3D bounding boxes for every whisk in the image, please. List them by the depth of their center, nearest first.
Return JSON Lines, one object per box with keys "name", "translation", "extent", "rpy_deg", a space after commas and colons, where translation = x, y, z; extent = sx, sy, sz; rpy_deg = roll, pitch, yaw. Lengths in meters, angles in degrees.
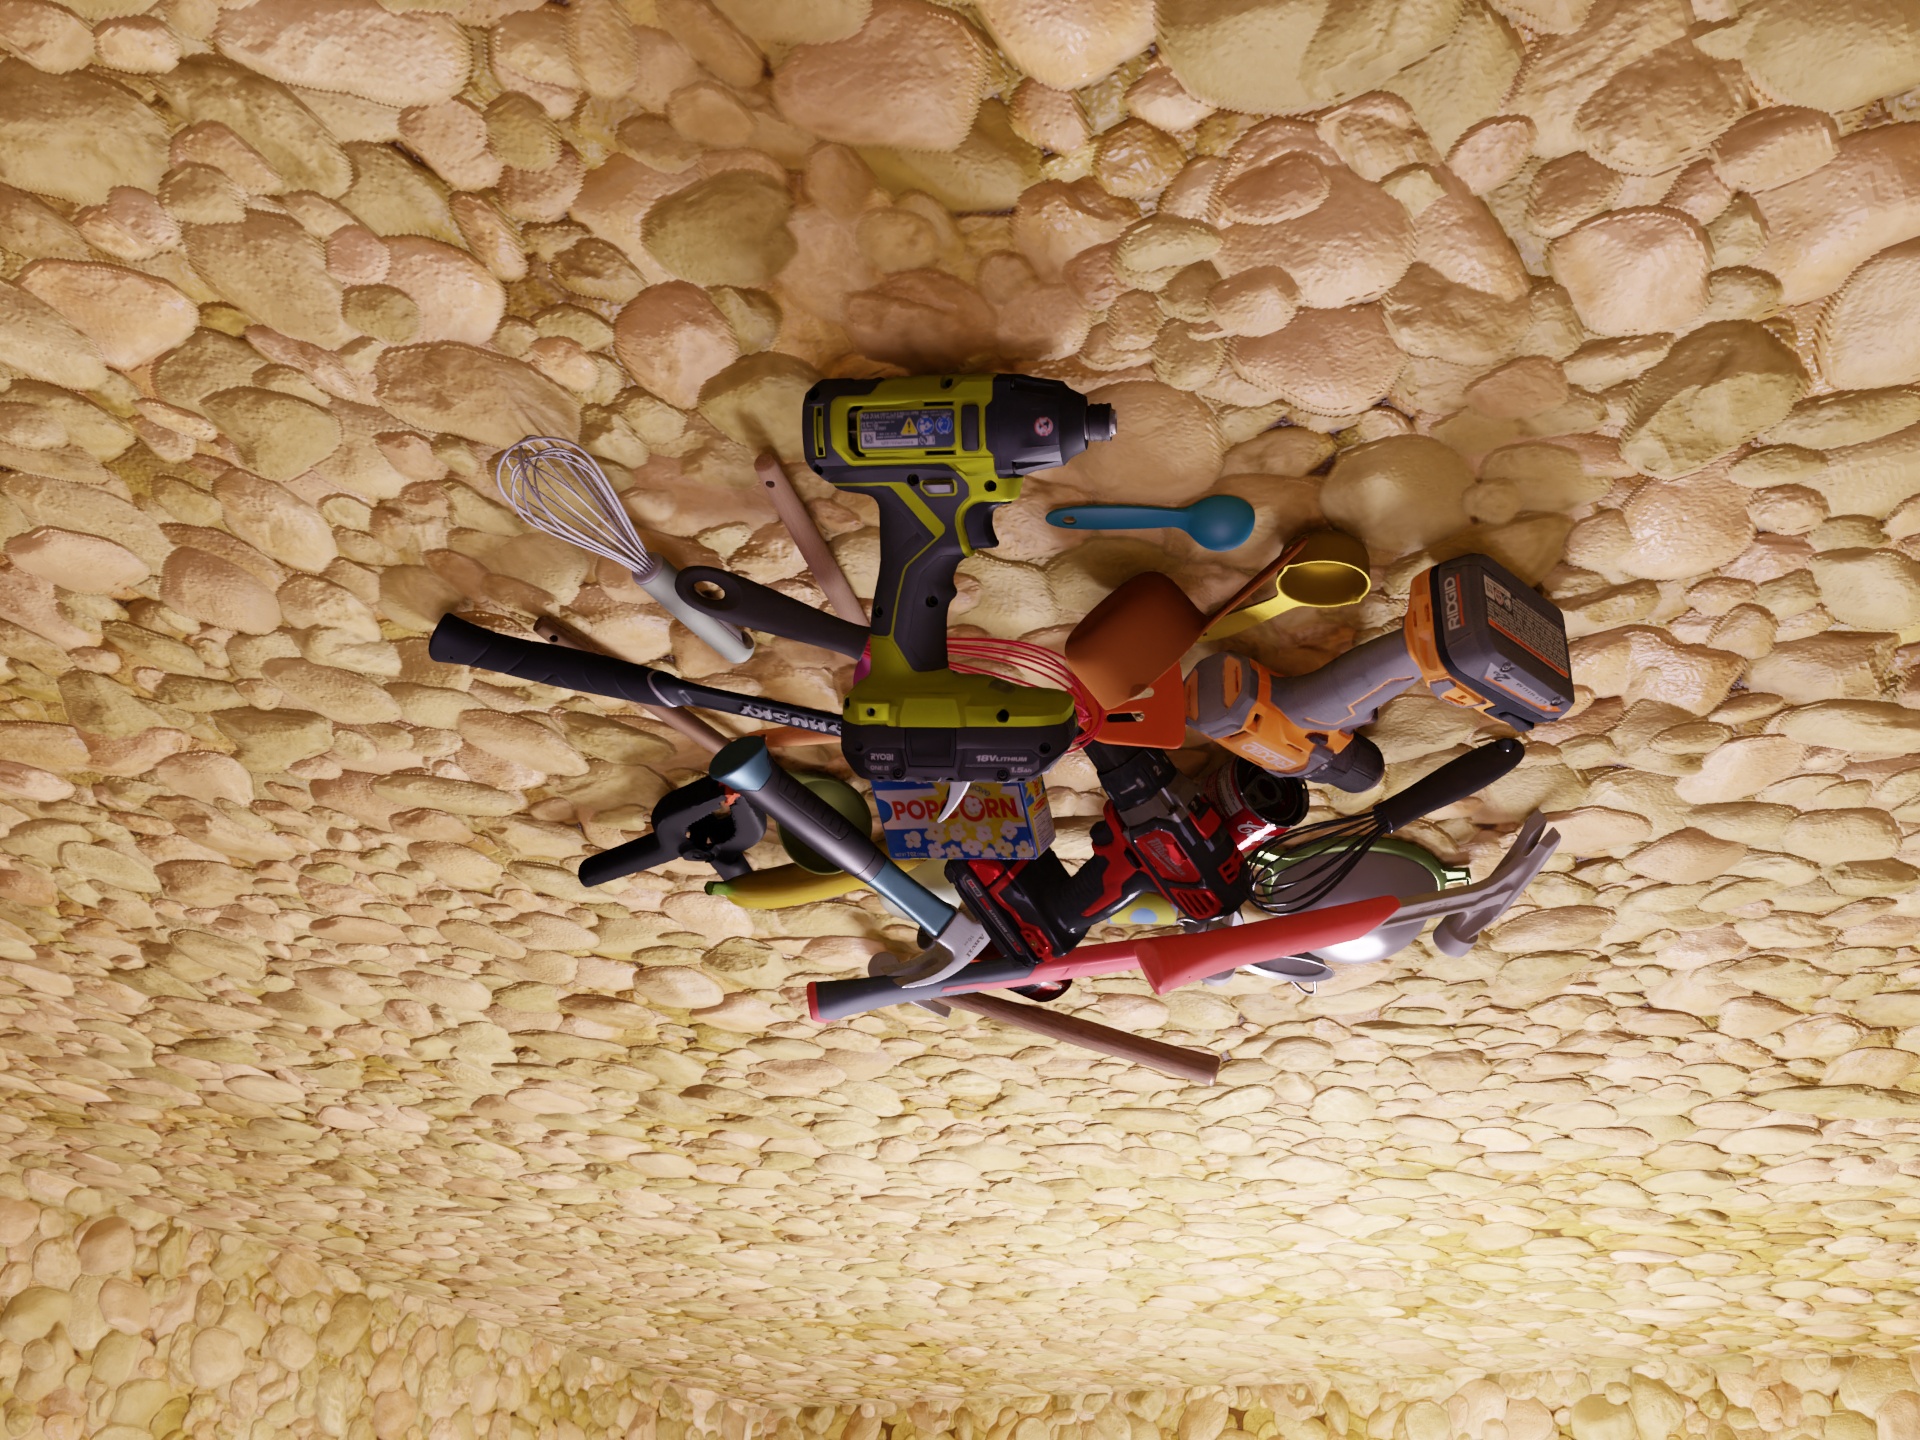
{"name": "whisk", "translation": [-0.206, -0.103, 1.024], "extent": [0.059, 0.058, 0.246], "rpy_deg": [-29, 141, 13]}
{"name": "whisk", "translation": [-0.044, -0.044, 1.043], "extent": [0.295, 0.073, 0.073], "rpy_deg": [19, 145, -8]}
{"name": "whisk", "translation": [0.301, 0.070, 1.121], "extent": [0.239, 0.055, 0.055], "rpy_deg": [-26, 147, -11]}

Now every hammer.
{"name": "hammer", "translation": [-0.180, -0.016, 1.079], "extent": [0.409, 0.036, 0.149], "rpy_deg": [12, 149, 15]}
{"name": "hammer", "translation": [0.284, 0.145, 1.174], "extent": [0.359, 0.037, 0.149], "rpy_deg": [-6, 137, -31]}
{"name": "hammer", "translation": [-0.075, 0.106, 1.229], "extent": [0.033, 0.128, 0.330], "rpy_deg": [30, 170, 46]}
{"name": "hammer", "translation": [0.056, 0.212, 1.394], "extent": [0.386, 0.038, 0.143], "rpy_deg": [-8, 145, -2]}
{"name": "hammer", "translation": [0.079, 0.284, 1.493], "extent": [0.331, 0.031, 0.130], "rpy_deg": [14, 164, 15]}

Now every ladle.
{"name": "ladle", "translation": [-0.189, 0.019, 1.195], "extent": [0.078, 0.062, 0.319], "rpy_deg": [-43, 125, 14]}

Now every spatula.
{"name": "spatula", "translation": [-0.002, -0.004, 1.120], "extent": [0.322, 0.081, 0.041], "rpy_deg": [-6, 175, 13]}

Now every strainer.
{"name": "strainer", "translation": [0.281, 0.144, 1.298], "extent": [0.256, 0.069, 0.151], "rpy_deg": [19, 144, -21]}
{"name": "strainer", "translation": [0.246, 0.188, 1.337], "extent": [0.087, 0.050, 0.258], "rpy_deg": [-4, 162, 35]}

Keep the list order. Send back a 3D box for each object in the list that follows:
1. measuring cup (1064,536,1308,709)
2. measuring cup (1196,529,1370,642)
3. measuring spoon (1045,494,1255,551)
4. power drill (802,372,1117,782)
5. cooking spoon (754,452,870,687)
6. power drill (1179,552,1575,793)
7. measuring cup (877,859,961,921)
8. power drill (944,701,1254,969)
{"name": "measuring cup", "translation": [0.135, -0.077, 0.988], "extent": [0.052, 0.095, 0.173], "rpy_deg": [46, 123, -6]}
{"name": "measuring cup", "translation": [0.197, -0.083, 1.021], "extent": [0.062, 0.029, 0.156], "rpy_deg": [21, 155, -27]}
{"name": "measuring spoon", "translation": [0.116, -0.117, 0.974], "extent": [0.128, 0.021, 0.042], "rpy_deg": [1, 146, 4]}
{"name": "power drill", "translation": [0.003, -0.082, 0.898], "extent": [0.171, 0.080, 0.223], "rpy_deg": [0, 102, 11]}
{"name": "cooking spoon", "translation": [-0.074, -0.070, 1.076], "extent": [0.069, 0.017, 0.318], "rpy_deg": [-6, 146, 16]}
{"name": "power drill", "translation": [0.287, -0.014, 1.056], "extent": [0.185, 0.084, 0.226], "rpy_deg": [25, 146, -37]}
{"name": "measuring cup", "translation": [0.009, 0.151, 1.374], "extent": [0.167, 0.038, 0.083], "rpy_deg": [5, 146, 4]}
{"name": "power drill", "translation": [0.091, 0.086, 1.200], "extent": [0.226, 0.080, 0.188], "rpy_deg": [-27, 102, 44]}
